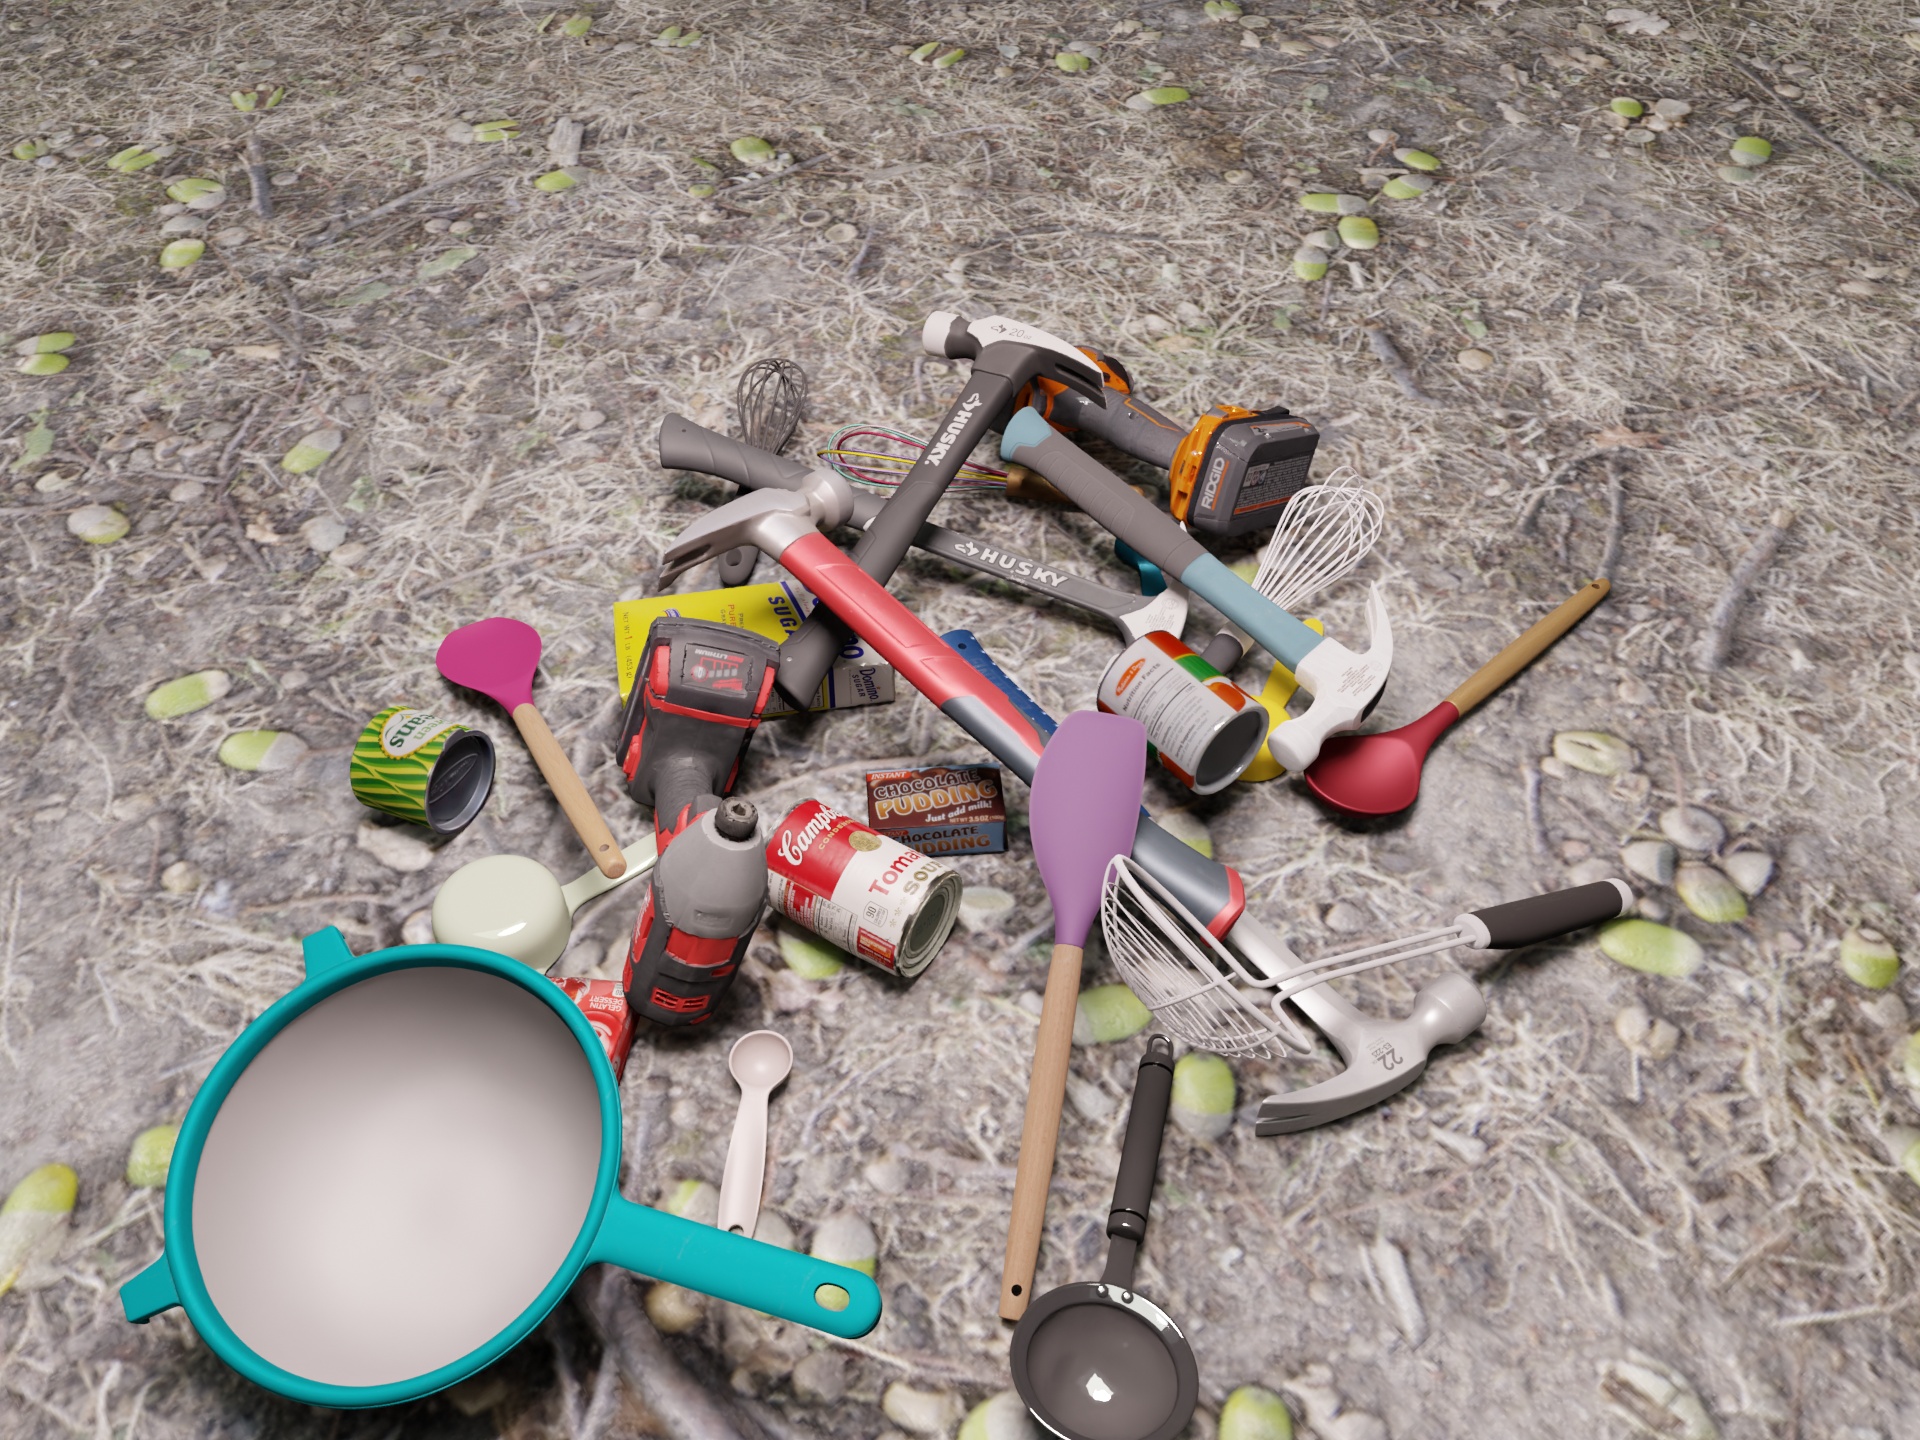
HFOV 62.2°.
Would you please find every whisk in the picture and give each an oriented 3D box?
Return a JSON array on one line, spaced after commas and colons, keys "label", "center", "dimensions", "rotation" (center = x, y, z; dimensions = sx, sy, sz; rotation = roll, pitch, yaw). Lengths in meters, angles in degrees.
[{"label": "whisk", "center": [0.202, -0.074, 1.070], "dimensions": [0.070, 0.070, 0.285], "rotation": [29, 59, 25]}, {"label": "whisk", "center": [-0.153, -0.190, 1.187], "dimensions": [0.055, 0.055, 0.239], "rotation": [3, 51, 3]}, {"label": "whisk", "center": [0.014, -0.182, 1.182], "dimensions": [0.245, 0.047, 0.051], "rotation": [9, 60, 3]}]

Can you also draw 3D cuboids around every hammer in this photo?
[{"label": "hammer", "center": [0.107, 0.074, 0.942], "dimensions": [0.144, 0.035, 0.406], "rotation": [-29, 53, -24]}, {"label": "hammer", "center": [-0.028, -0.141, 1.049], "dimensions": [0.146, 0.035, 0.335], "rotation": [19, 62, 24]}, {"label": "hammer", "center": [0.143, -0.107, 1.044], "dimensions": [0.128, 0.033, 0.331], "rotation": [-38, 61, -18]}, {"label": "hammer", "center": [-0.001, -0.003, 0.907], "dimensions": [0.386, 0.038, 0.143], "rotation": [42, 48, 19]}, {"label": "hammer", "center": [-0.033, -0.137, 1.108], "dimensions": [0.409, 0.036, 0.149], "rotation": [22, 57, 14]}]

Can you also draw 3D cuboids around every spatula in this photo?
[{"label": "spatula", "center": [0.050, 0.141, 0.817], "dimensions": [0.060, 0.018, 0.316], "rotation": [9, 70, 3]}]

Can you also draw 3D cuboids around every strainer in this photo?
[{"label": "strainer", "center": [0.080, 0.255, 0.772], "dimensions": [0.087, 0.050, 0.259], "rotation": [14, 43, 6]}, {"label": "strainer", "center": [-0.196, 0.236, 0.754], "dimensions": [0.340, 0.095, 0.211], "rotation": [14, 62, 10]}]

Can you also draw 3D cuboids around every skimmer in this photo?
[{"label": "skimmer", "center": [0.230, 0.098, 0.818], "dimensions": [0.363, 0.090, 0.127], "rotation": [-7, 36, -29]}]

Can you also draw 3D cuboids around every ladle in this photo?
[{"label": "ladle", "center": [0.332, -0.020, 1.033], "dimensions": [0.315, 0.031, 0.069], "rotation": [-33, 57, -28]}]

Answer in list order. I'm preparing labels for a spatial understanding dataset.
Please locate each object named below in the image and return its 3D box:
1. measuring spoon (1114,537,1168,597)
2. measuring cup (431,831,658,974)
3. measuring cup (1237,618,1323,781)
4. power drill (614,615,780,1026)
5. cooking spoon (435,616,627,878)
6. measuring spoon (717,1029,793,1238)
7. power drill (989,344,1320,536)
[{"label": "measuring spoon", "center": [0.136, -0.100, 1.112], "dimensions": [0.042, 0.021, 0.129], "rotation": [-5, 47, -4]}, {"label": "measuring cup", "center": [-0.229, 0.091, 0.929], "dimensions": [0.167, 0.038, 0.083], "rotation": [-30, 53, -26]}, {"label": "measuring cup", "center": [0.206, -0.024, 1.035], "dimensions": [0.062, 0.029, 0.157], "rotation": [21, 52, 19]}, {"label": "power drill", "center": [-0.146, 0.045, 0.890], "dimensions": [0.078, 0.143, 0.220], "rotation": [11, 37, -19]}, {"label": "cooking spoon", "center": [-0.262, 0.008, 0.981], "dimensions": [0.069, 0.017, 0.319], "rotation": [-23, 37, -19]}, {"label": "measuring spoon", "center": [-0.109, 0.221, 0.827], "dimensions": [0.034, 0.018, 0.124], "rotation": [3, 54, 3]}, {"label": "power drill", "center": [0.143, -0.217, 1.172], "dimensions": [0.227, 0.084, 0.164], "rotation": [30, 30, 29]}]
